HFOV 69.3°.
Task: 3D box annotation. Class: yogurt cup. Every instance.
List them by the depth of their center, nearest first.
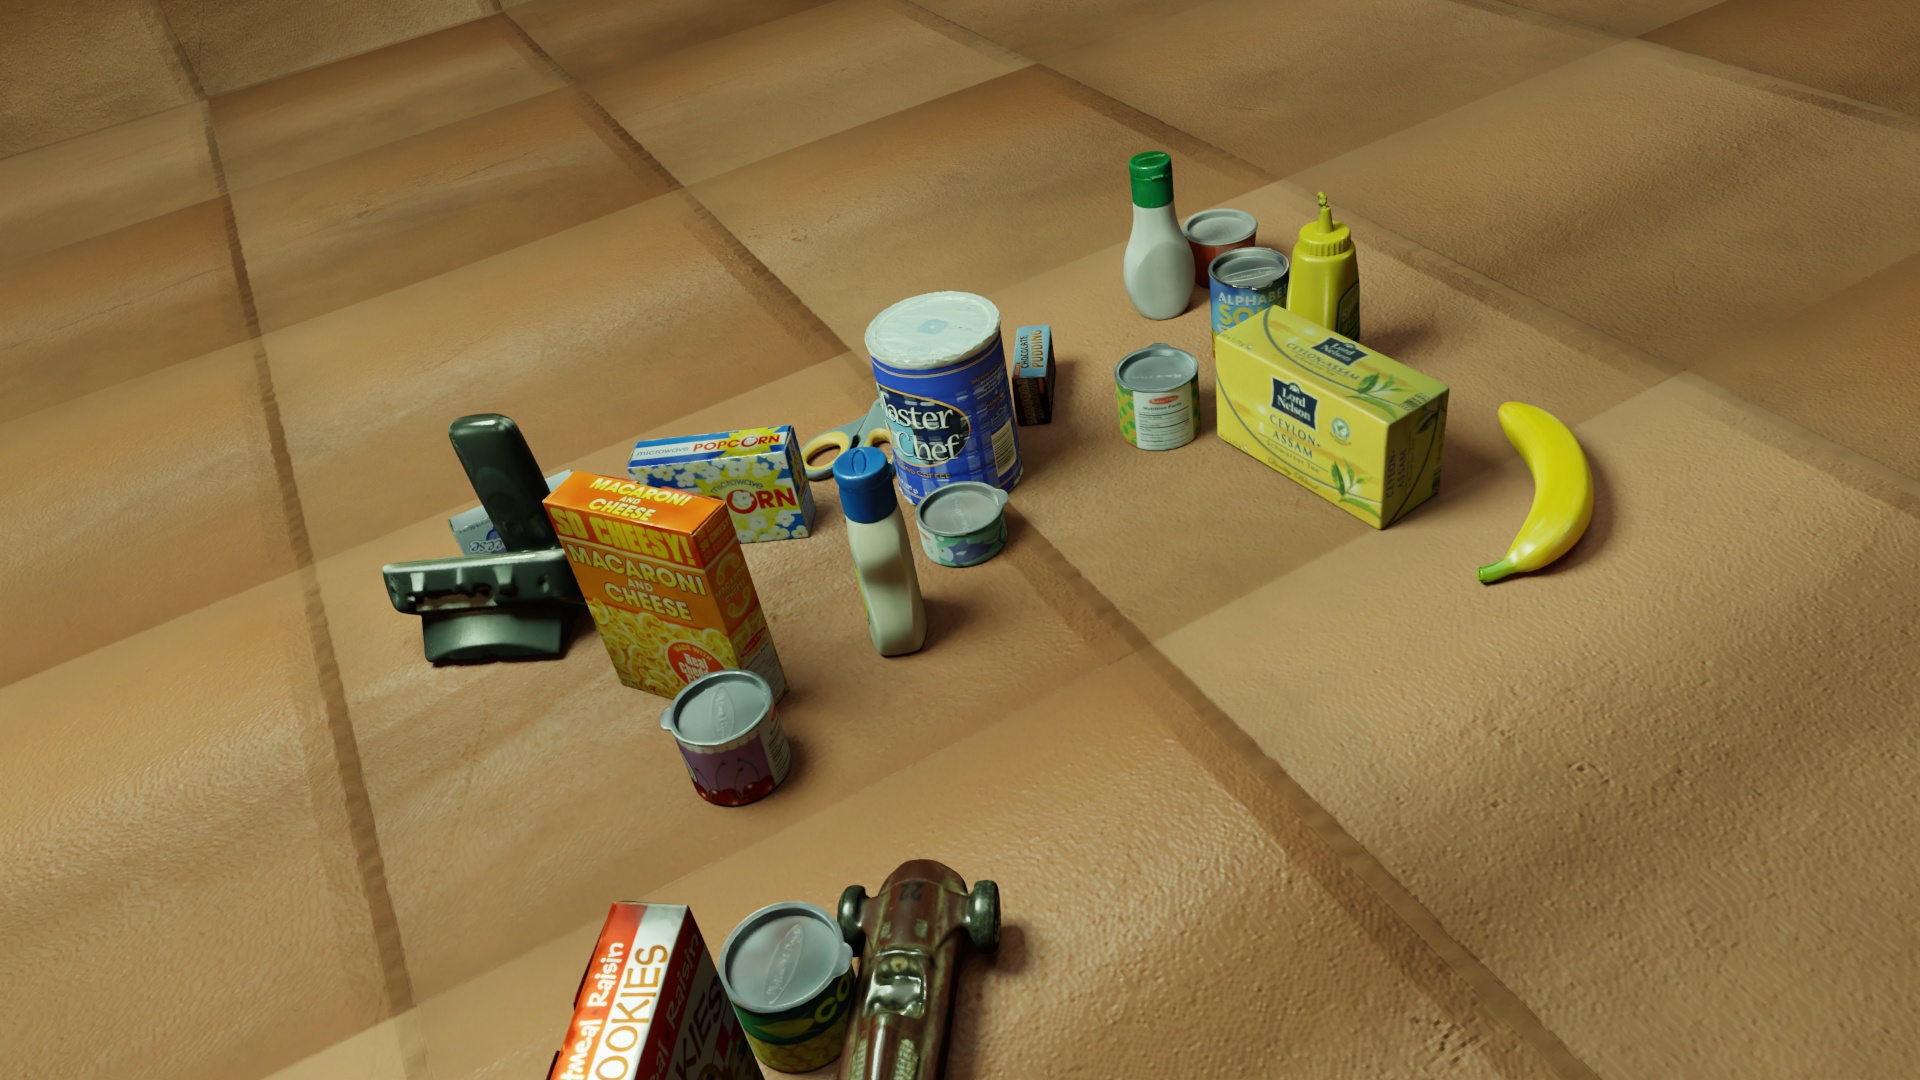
[{"bbox_3d":[0.242,-0.270,1.291,0.072,0.053,0.073,-7,38,5],"label":"yogurt cup"}]

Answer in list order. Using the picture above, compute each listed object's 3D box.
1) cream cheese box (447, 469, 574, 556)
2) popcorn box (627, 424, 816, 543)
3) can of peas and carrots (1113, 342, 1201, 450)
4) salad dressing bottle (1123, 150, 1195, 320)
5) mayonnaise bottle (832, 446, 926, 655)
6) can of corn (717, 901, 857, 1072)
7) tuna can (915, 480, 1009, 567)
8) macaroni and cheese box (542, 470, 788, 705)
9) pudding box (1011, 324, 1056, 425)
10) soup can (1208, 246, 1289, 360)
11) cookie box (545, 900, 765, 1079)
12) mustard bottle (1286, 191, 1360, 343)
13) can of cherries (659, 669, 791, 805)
[{"bbox_3d":[-0.349,-0.012,1.111,0.104,0.053,0.024,-25,40,-18],"label":"cream cheese box"},{"bbox_3d":[-0.184,-0.040,1.080,0.127,0.084,0.038,-5,38,7],"label":"popcorn box"},{"bbox_3d":[0.158,-0.115,1.111,0.071,0.058,0.071,-7,38,6],"label":"can of peas and carrots"},{"bbox_3d":[0.174,-0.269,1.231,0.064,0.147,0.044,-15,38,-4],"label":"salad dressing bottle"},{"bbox_3d":[-0.054,0.006,0.938,0.041,0.147,0.065,-10,38,1],"label":"mayonnaise bottle"},{"bbox_3d":[-0.085,0.234,0.729,0.071,0.058,0.071,-7,38,6],"label":"can of corn"},{"bbox_3d":[0.004,-0.013,1.041,0.071,0.032,0.071,-7,38,5],"label":"tuna can"},{"bbox_3d":[-0.192,0.038,0.917,0.124,0.165,0.040,11,43,26],"label":"macaroni and cheese box"},{"bbox_3d":[0.062,-0.141,1.175,0.030,0.049,0.084,-3,38,10],"label":"pudding box"},{"bbox_3d":[0.244,-0.193,1.169,0.071,0.083,0.072,-7,38,6],"label":"soup can"},{"bbox_3d":[-0.132,0.262,0.617,0.040,0.166,0.123,-4,38,10],"label":"cookie box"},{"bbox_3d":[0.289,-0.201,1.105,0.049,0.159,0.065,18,46,33],"label":"mustard bottle"},{"bbox_3d":[-0.148,0.125,0.882,0.071,0.058,0.072,-7,38,6],"label":"can of cherries"}]
